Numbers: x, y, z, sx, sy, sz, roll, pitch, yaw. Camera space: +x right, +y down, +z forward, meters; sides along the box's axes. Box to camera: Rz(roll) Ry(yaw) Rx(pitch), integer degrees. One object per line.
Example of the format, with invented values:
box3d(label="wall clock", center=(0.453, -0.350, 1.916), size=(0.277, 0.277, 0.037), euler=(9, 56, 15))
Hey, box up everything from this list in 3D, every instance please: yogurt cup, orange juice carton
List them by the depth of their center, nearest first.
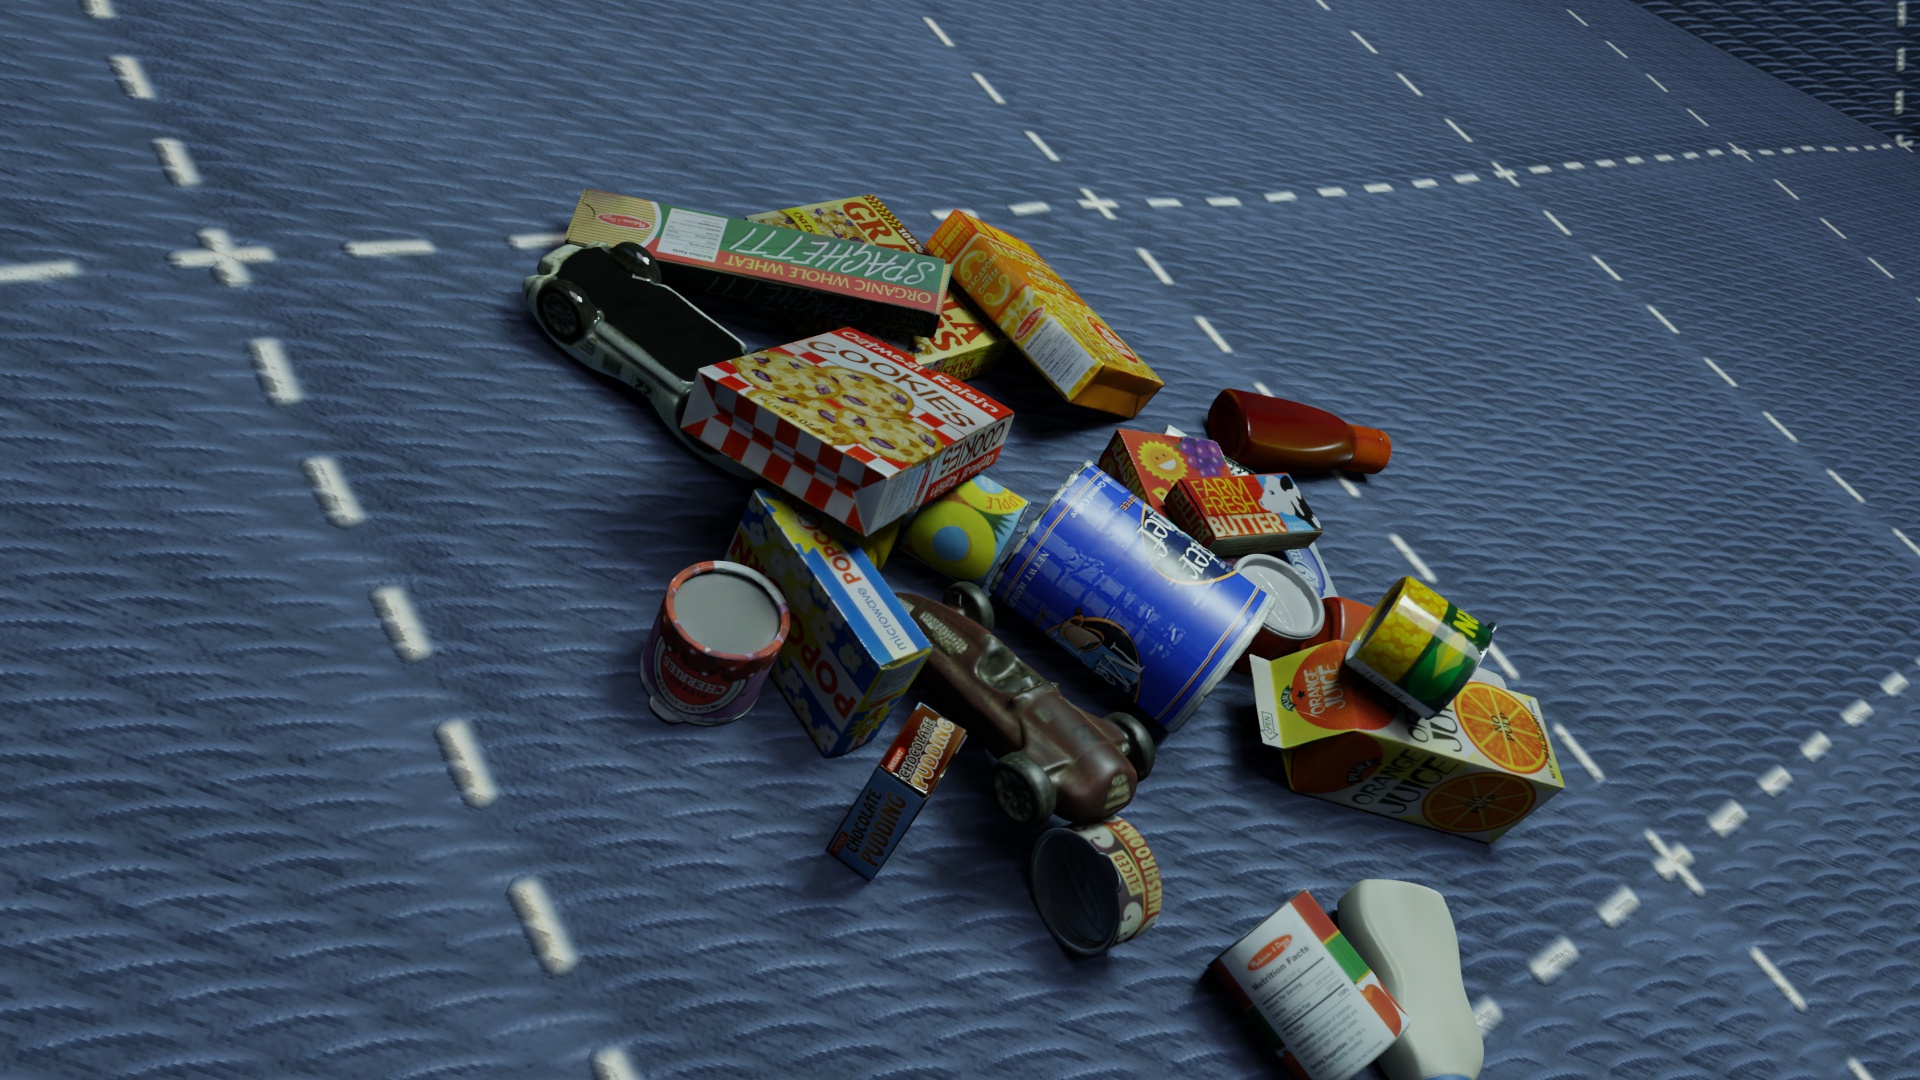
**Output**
box3d(label="orange juice carton", center=(0.269, 0.122, 0.871), size=(0.193, 0.072, 0.072), euler=(17, 44, -14))
box3d(label="yogurt cup", center=(0.196, 0.051, 0.911), size=(0.072, 0.053, 0.073), euler=(16, 44, -16))

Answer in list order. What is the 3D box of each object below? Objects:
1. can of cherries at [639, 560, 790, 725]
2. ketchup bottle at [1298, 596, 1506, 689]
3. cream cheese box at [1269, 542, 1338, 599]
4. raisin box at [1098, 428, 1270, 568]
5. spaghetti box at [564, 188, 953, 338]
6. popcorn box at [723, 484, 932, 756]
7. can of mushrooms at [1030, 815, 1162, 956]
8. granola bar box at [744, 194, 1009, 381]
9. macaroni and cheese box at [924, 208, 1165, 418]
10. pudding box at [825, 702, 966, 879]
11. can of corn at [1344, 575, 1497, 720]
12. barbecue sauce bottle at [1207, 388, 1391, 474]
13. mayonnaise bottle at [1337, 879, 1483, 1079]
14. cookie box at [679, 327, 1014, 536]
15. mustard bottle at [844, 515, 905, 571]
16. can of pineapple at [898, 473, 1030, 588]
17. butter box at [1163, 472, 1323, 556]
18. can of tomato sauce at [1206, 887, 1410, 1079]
box3d(label="can of cherries", center=(-0.129, 0.055, 0.722), size=(0.071, 0.058, 0.072), euler=(16, 44, -16))
box3d(label="ketchup bottle", center=(0.300, 0.087, 0.937), size=(0.149, 0.043, 0.065), euler=(19, 77, -20))
box3d(label="cream cheese box", center=(0.231, 0.023, 0.980), size=(0.053, 0.024, 0.104), euler=(8, 47, -25))
box3d(label="raisin box", center=(0.156, -0.018, 0.966), size=(0.086, 0.039, 0.124), euler=(4, 48, -25))
box3d(label="spaghetti box", center=(-0.132, -0.184, 0.923), size=(0.250, 0.028, 0.050), euler=(11, 58, -2))
box3d(label="popcorn box", center=(-0.077, 0.040, 0.745), size=(0.038, 0.084, 0.127), euler=(-18, 61, -39))
box3d(label="can of mushrooms", center=(0.070, 0.175, 0.711), size=(0.033, 0.070, 0.071), euler=(-9, 55, -37))
box3d(label="granola bar box", center=(-0.064, -0.173, 0.990), size=(0.125, 0.038, 0.166), euler=(-23, 64, -41))
box3d(label="macaroni and cheese box", center=(0.062, -0.164, 1.019), size=(0.167, 0.040, 0.124), euler=(49, 20, 20))
box3d(label="pudding box", center=(-0.032, 0.125, 0.690), size=(0.030, 0.083, 0.050), euler=(33, 42, 3))
box3d(label="can of corn", center=(0.272, 0.061, 0.824), size=(0.058, 0.070, 0.071), euler=(35, 42, 8))
box3d(label="barbecue sauce bottle", center=(0.268, -0.079, 1.084), size=(0.149, 0.043, 0.065), euler=(7, 47, -25))
box3d(label="mayonnaise bottle", center=(0.249, 0.260, 0.753), size=(0.065, 0.041, 0.149), euler=(13, 46, -16))
box3d(label="cookie box", center=(-0.057, -0.069, 0.787), size=(0.123, 0.040, 0.168), euler=(29, 26, 15))
box3d(label="mustard bottle", center=(-0.063, -0.017, 0.834), size=(0.065, 0.048, 0.161), euler=(19, 43, -11))
box3d(label="can of pineapple", center=(0.003, -0.011, 0.850), size=(0.058, 0.070, 0.071), euler=(30, 42, -1))
box3d(label="butter box", center=(0.192, -0.018, 0.937), size=(0.104, 0.024, 0.053), euler=(-4, 54, -32))
box3d(label="can of tomato sauce", center=(0.181, 0.234, 0.721), size=(0.071, 0.070, 0.083), euler=(-20, 63, -41))
